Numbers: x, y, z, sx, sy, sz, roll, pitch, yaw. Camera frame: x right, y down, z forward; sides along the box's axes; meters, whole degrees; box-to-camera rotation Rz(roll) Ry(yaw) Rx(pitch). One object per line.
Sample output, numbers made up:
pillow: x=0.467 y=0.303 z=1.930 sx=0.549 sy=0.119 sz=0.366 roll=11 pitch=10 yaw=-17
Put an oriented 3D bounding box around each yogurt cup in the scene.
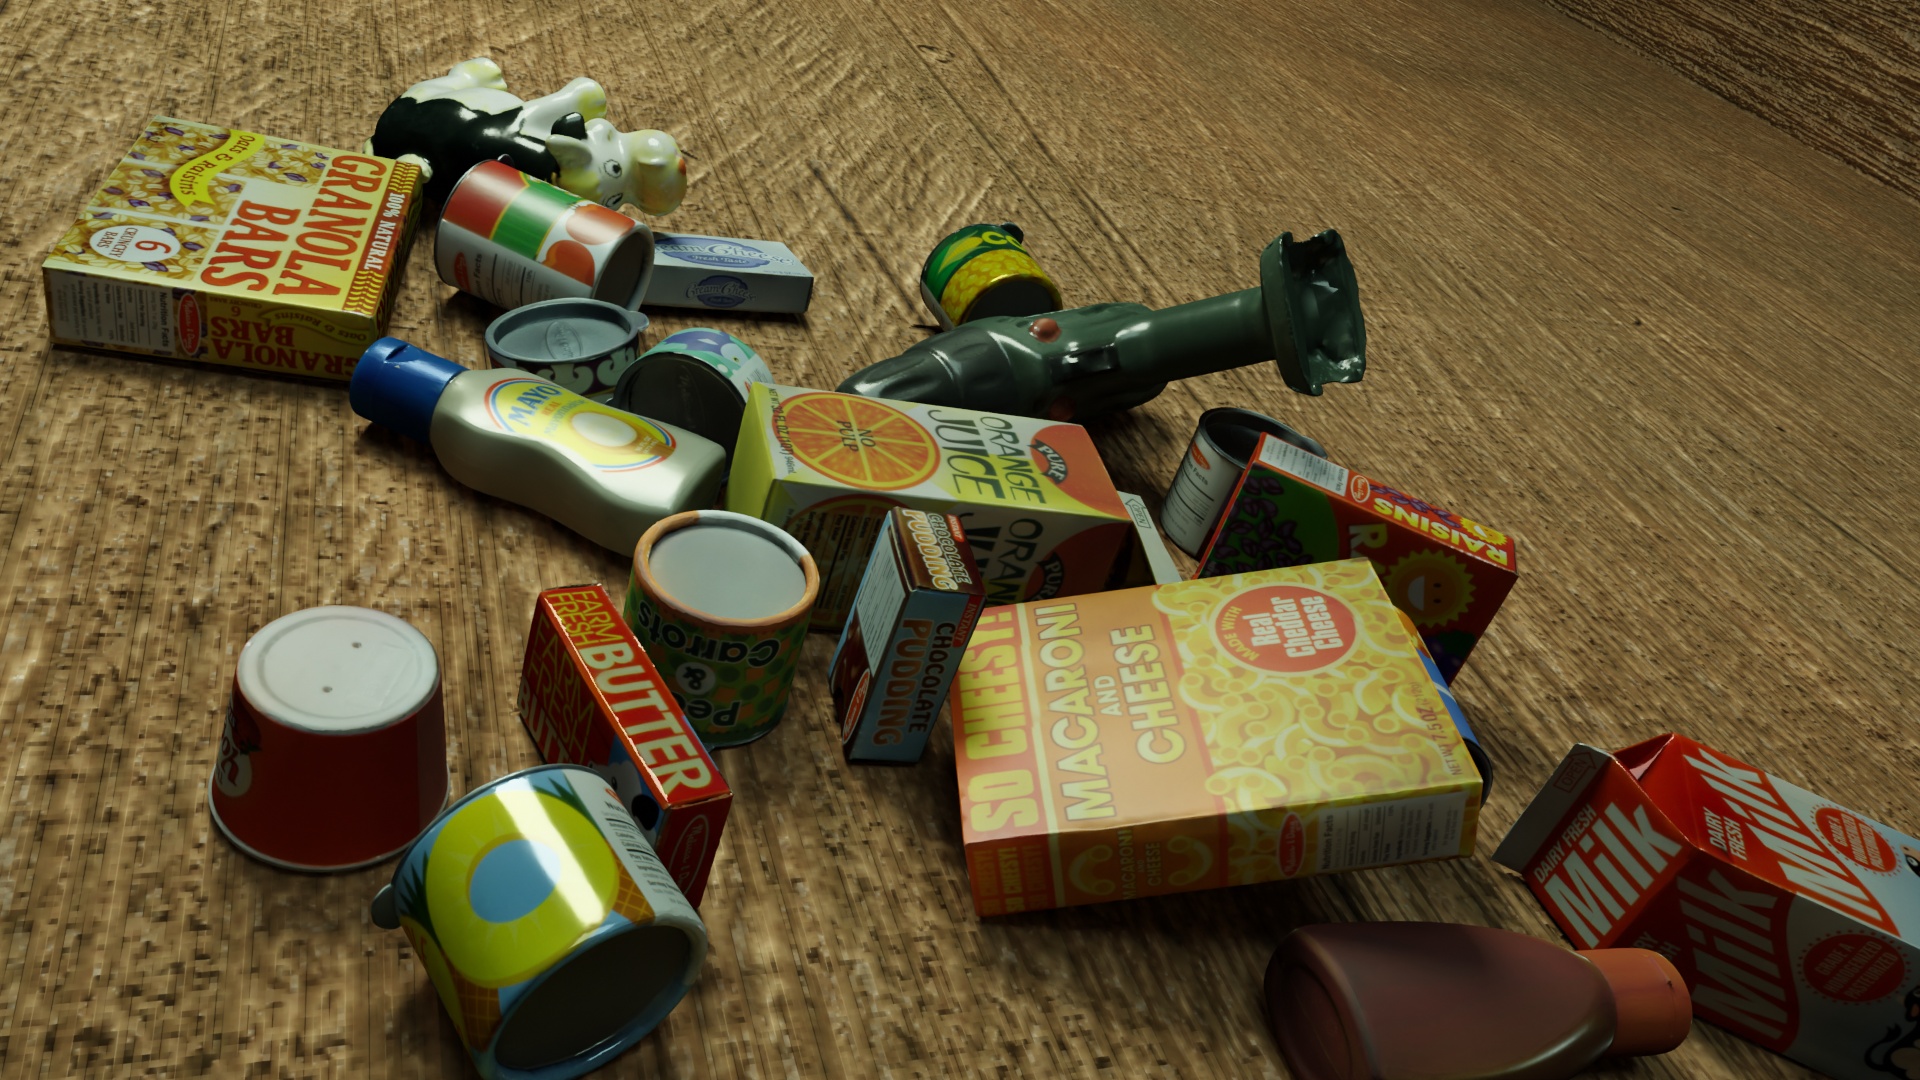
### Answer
yogurt cup: x=-0.187 y=0.057 z=0.416 sx=0.072 sy=0.053 sz=0.073 roll=14 pitch=34 yaw=-10

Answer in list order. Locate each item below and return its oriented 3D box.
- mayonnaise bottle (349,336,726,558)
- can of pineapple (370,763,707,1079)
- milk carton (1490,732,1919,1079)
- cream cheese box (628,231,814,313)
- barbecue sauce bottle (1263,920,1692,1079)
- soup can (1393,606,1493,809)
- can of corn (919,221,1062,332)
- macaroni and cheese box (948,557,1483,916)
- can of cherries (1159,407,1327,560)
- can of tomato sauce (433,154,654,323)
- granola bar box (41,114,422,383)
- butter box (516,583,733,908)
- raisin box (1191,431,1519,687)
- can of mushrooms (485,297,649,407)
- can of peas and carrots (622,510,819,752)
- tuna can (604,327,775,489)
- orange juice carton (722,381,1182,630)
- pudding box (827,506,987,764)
mayonnaise bottle: x=-0.176 y=-0.041 z=0.574 sx=0.148 sy=0.041 sz=0.065 roll=22 pitch=36 yaw=3
can of pineapple: x=-0.112 y=0.105 z=0.376 sx=0.071 sy=0.070 sz=0.058 roll=-14 pitch=46 yaw=-40
milk carton: x=0.310 y=0.141 z=0.534 sx=0.191 sy=0.072 sz=0.074 roll=24 pitch=34 yaw=7
cream cheese box: x=-0.138 y=-0.147 z=0.757 sx=0.104 sy=0.024 sz=0.053 roll=-2 pitch=32 yaw=-30
barbecue sauce bottle: x=0.179 y=0.159 z=0.468 sx=0.149 sy=0.043 sz=0.065 roll=4 pitch=36 yaw=-23
soup can: x=0.168 y=0.076 z=0.565 sx=0.071 sy=0.071 sz=0.084 roll=11 pitch=33 yaw=-13
can of corn: x=0.019 y=-0.139 z=0.789 sx=0.071 sy=0.070 sz=0.058 roll=0 pitch=39 yaw=-28
macaroni and cheese box: x=0.081 y=0.067 z=0.499 sx=0.166 sy=0.040 sz=0.124 roll=-8 pitch=35 yaw=1
can of cherries: x=0.143 y=-0.025 z=0.700 sx=0.071 sy=0.058 sz=0.072 roll=14 pitch=33 yaw=-9
can of tomato sauce: x=-0.201 y=-0.141 z=0.681 sx=0.083 sy=0.070 sz=0.071 roll=24 pitch=33 yaw=5
granola bar box: x=-0.323 y=-0.135 z=0.637 sx=0.124 sy=0.038 sz=0.166 roll=7 pitch=35 yaw=-18
butter box: x=-0.110 y=0.065 z=0.444 sx=0.024 sy=0.052 sz=0.104 roll=-7 pitch=42 yaw=-38
raisin box: x=0.175 y=0.016 z=0.631 sx=0.123 sy=0.085 sz=0.040 roll=24 pitch=28 yaw=7
can of mushrooms: x=-0.175 y=-0.081 z=0.626 sx=0.071 sy=0.033 sz=0.071 roll=1 pitch=33 yaw=-1
can of peas and carrots: x=-0.089 y=0.032 z=0.498 sx=0.071 sy=0.058 sz=0.071 roll=13 pitch=33 yaw=-9
tuna can: x=-0.117 y=-0.057 z=0.608 sx=0.071 sy=0.070 sz=0.033 roll=23 pitch=32 yaw=5
orange juice carton: x=0.002 y=-0.007 z=0.589 sx=0.193 sy=0.072 sz=0.072 roll=6 pitch=35 yaw=-21
pudding box: x=-0.021 y=0.035 z=0.506 sx=0.030 sy=0.083 sz=0.050 roll=8 pitch=34 yaw=-21
